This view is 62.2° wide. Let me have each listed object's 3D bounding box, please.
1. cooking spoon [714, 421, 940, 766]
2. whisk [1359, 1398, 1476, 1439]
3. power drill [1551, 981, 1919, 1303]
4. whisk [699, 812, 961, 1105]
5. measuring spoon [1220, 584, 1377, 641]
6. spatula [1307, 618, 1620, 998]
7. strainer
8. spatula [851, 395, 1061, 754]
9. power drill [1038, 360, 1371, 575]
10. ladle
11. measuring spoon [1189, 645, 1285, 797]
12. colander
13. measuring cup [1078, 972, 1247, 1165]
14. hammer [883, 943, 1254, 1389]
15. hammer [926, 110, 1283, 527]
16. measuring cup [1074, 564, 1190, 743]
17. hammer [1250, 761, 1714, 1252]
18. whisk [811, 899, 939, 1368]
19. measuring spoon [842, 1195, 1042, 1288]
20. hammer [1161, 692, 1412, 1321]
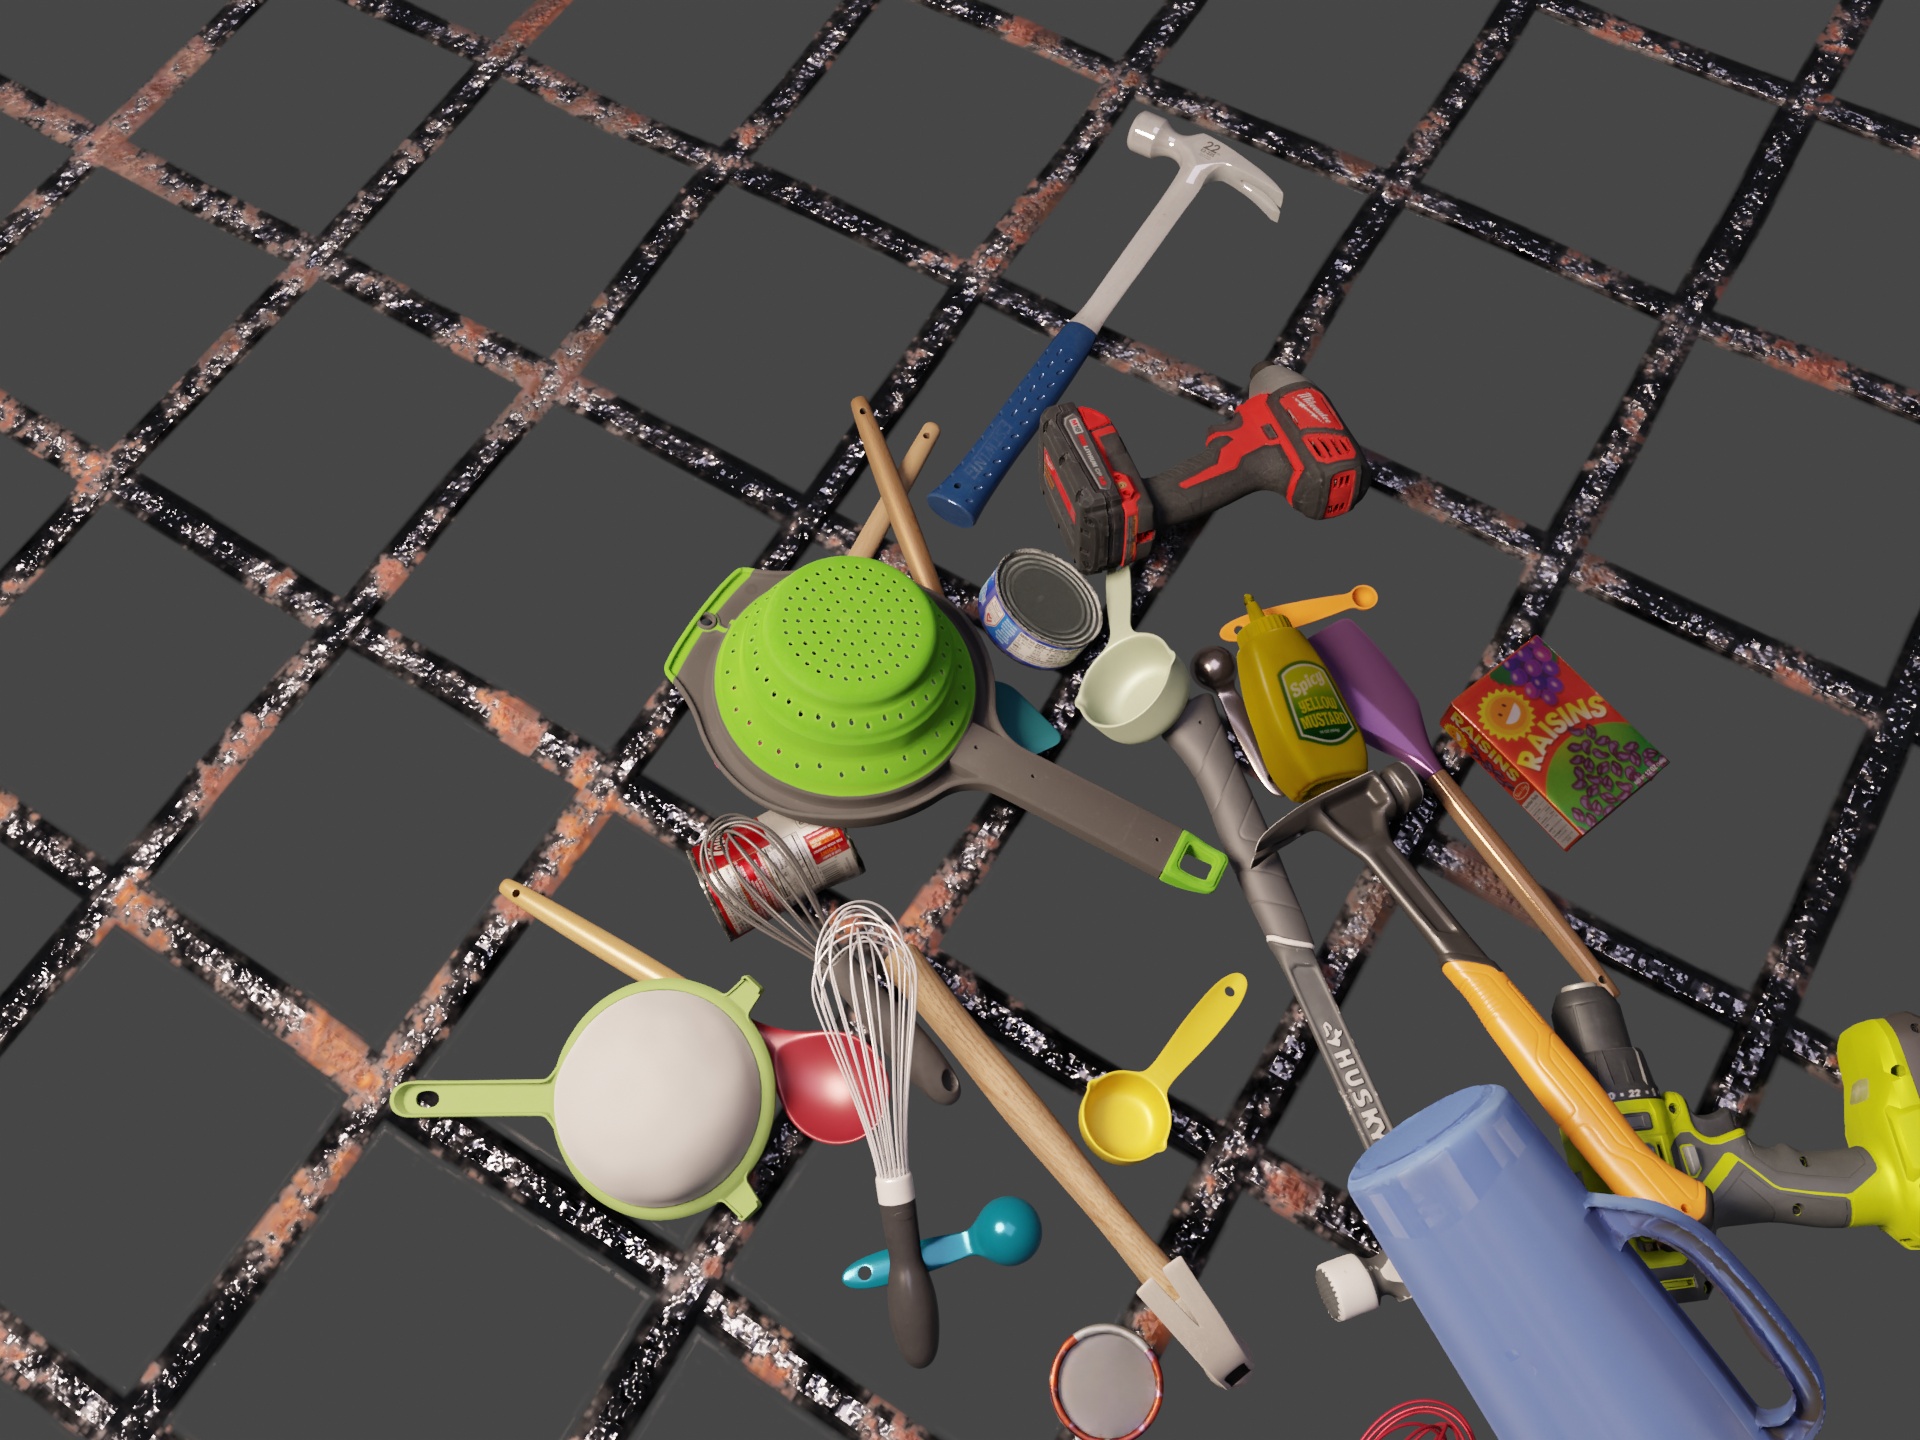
[{"bbox_3d":[-0.089,-0.093,1.171,0.069,0.017,0.319,24,71,9],"label":"cooking spoon"},{"bbox_3d":[0.199,0.511,0.875,0.073,0.073,0.296,32,78,15],"label":"whisk"},{"bbox_3d":[0.480,0.244,0.963,0.228,0.080,0.191,-8,67,3],"label":"power drill"},{"bbox_3d":[-0.080,0.155,1.008,0.055,0.055,0.239,-42,97,-14],"label":"whisk"},{"bbox_3d":[0.244,-0.075,1.151,0.117,0.011,0.021,-15,66,1],"label":"measuring spoon"},{"bbox_3d":[0.337,0.059,1.081,0.060,0.018,0.316,-31,67,-7],"label":"spatula"},{"bbox_3d":[-0.247,0.237,0.999,0.256,0.069,0.151,-2,77,8],"label":"strainer"},{"bbox_3d":[-0.022,-0.105,1.149,0.082,0.044,0.318,-19,73,-7],"label":"spatula"},{"bbox_3d":[0.174,-0.195,1.166,0.219,0.078,0.143,-14,55,-8],"label":"power drill"},{"bbox_3d":[-0.181,0.183,1.052,0.315,0.031,0.069,27,78,16],"label":"ladle"},{"bbox_3d":[0.199,-0.002,1.115,0.034,0.018,0.124,-23,68,-7],"label":"measuring spoon"},{"bbox_3d":[-0.002,-0.003,1.032,0.397,0.094,0.205,27,61,8],"label":"colander"},{"bbox_3d":[0.134,0.222,1.024,0.062,0.029,0.156,40,62,14],"label":"measuring cup"},{"bbox_3d":[0.058,0.261,0.970,0.031,0.130,0.332,-39,62,-7],"label":"hammer"},{"bbox_3d":[0.106,-0.311,1.245,0.144,0.035,0.405,29,71,15],"label":"hammer"},{"bbox_3d":[0.124,-0.053,1.131,0.083,0.038,0.168,-27,41,28],"label":"measuring cup"},{"bbox_3d":[0.319,0.172,0.966,0.127,0.034,0.337,-23,57,-18],"label":"hammer"},{"bbox_3d":[-0.045,0.250,0.960,0.070,0.070,0.284,-8,90,0],"label":"whisk"},{"bbox_3d":[-0.012,0.327,0.982,0.128,0.021,0.042,-16,67,-3],"label":"measuring spoon"},{"bbox_3d":[0.228,0.161,1.032,0.149,0.036,0.409,-16,66,-9],"label":"hammer"}]
